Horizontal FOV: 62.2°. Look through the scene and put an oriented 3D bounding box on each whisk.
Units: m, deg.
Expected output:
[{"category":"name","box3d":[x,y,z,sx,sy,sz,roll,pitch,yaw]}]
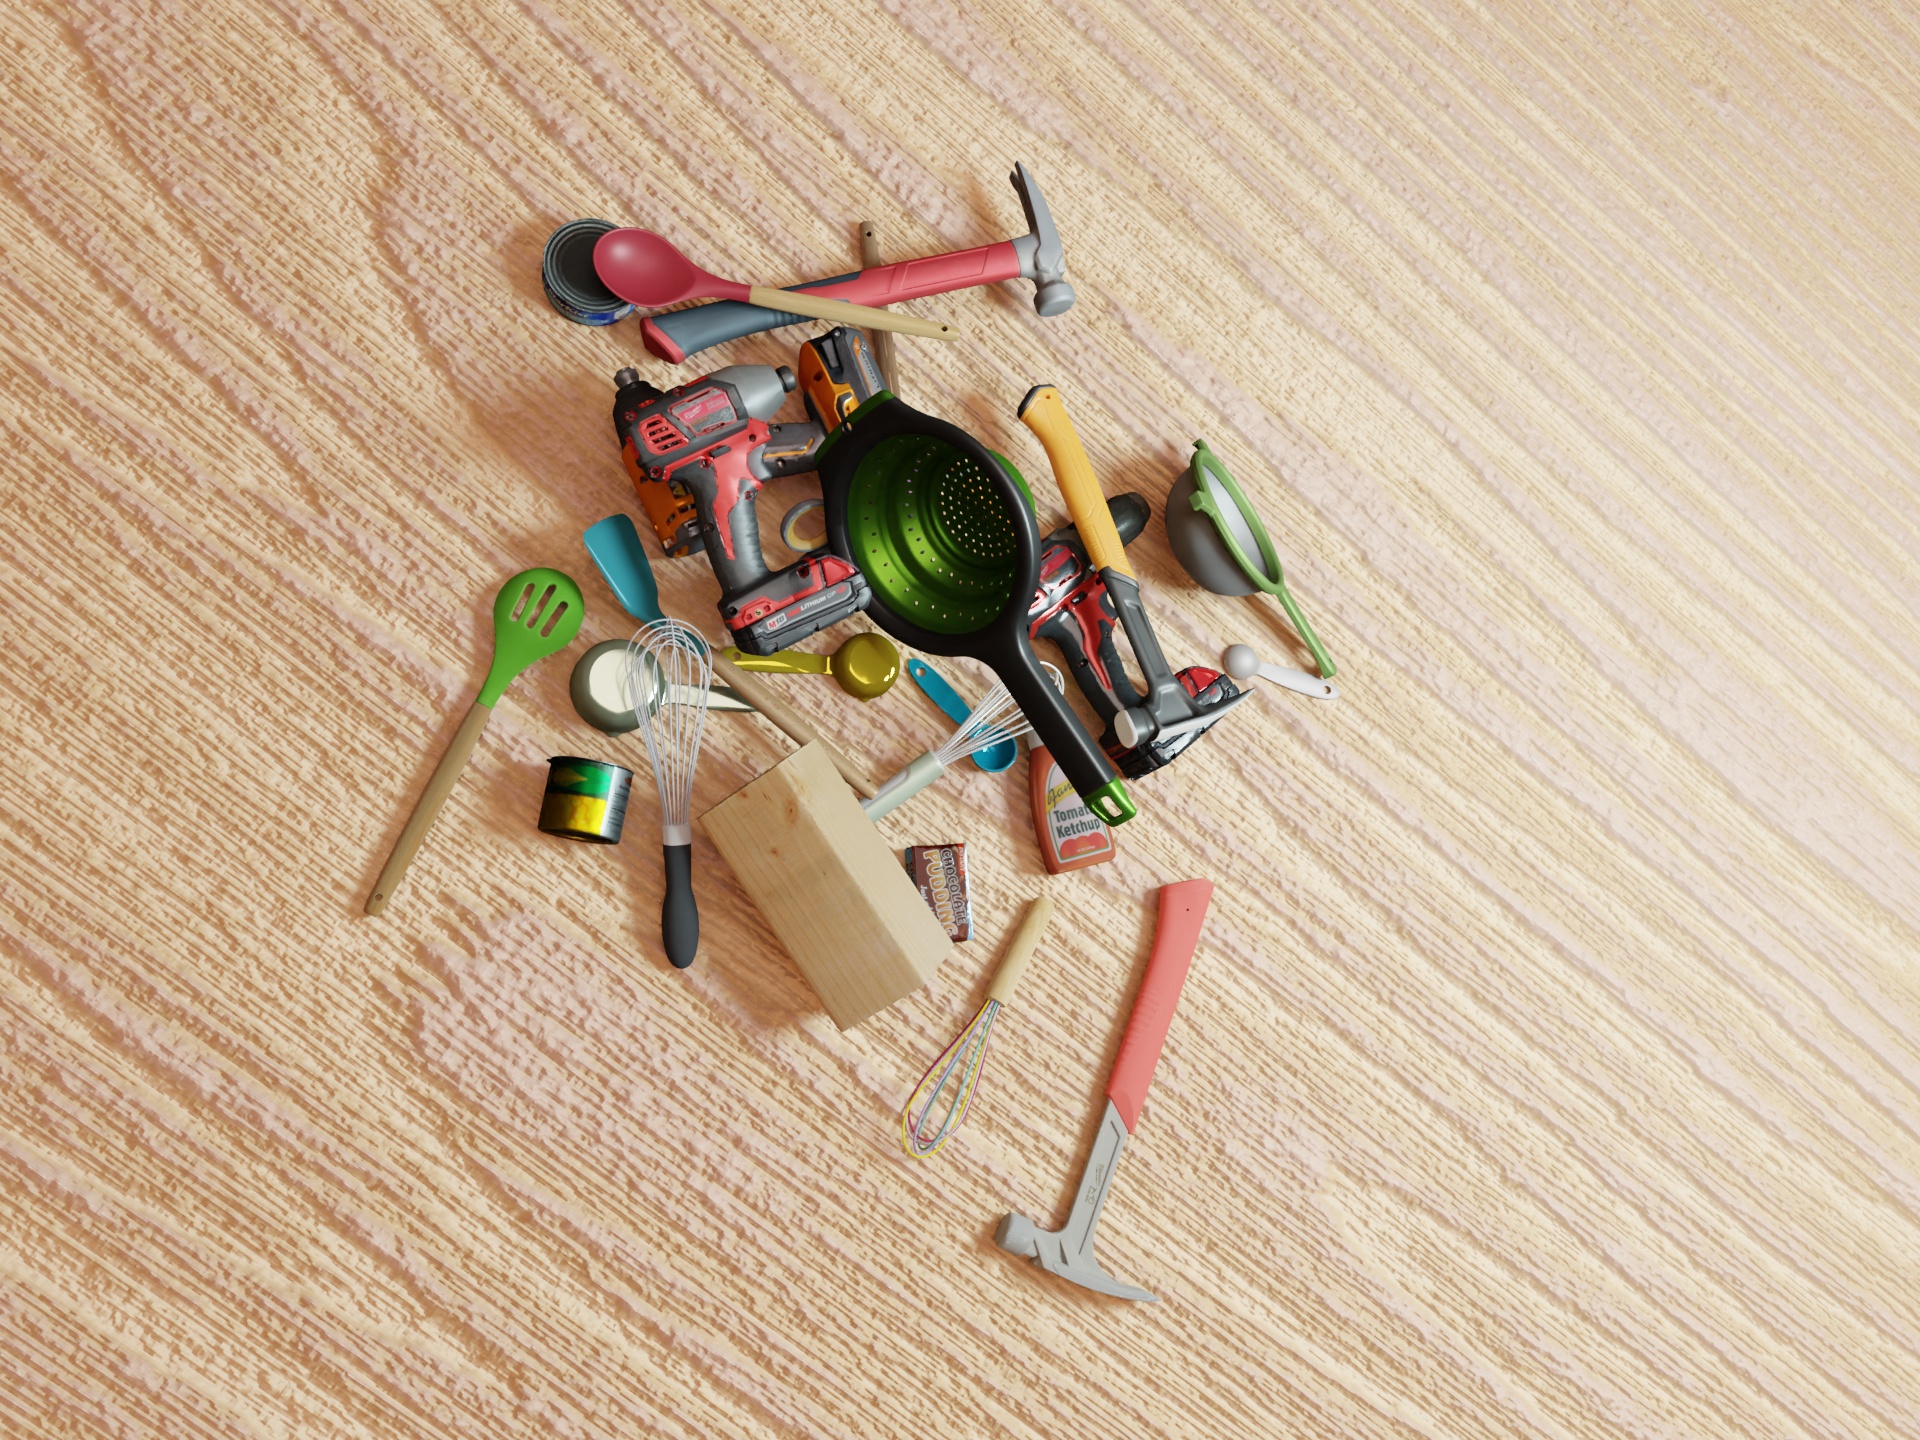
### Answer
[{"category":"whisk","box3d":[0.017,0.254,1.337,0.047,0.051,0.245,31,69,-4]},{"category":"whisk","box3d":[-0.014,0.030,1.350,0.246,0.058,0.059,-35,121,-7]},{"category":"whisk","box3d":[-0.228,0.058,1.271,0.070,0.070,0.284,-3,96,-18]}]

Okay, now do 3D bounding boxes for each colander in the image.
[{"category":"colander","box3d":[0.041,-0.095,1.311,0.397,0.204,0.094,56,42,-1]}]

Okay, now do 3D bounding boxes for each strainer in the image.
[{"category":"strainer","box3d":[0.261,-0.129,1.476,0.256,0.069,0.152,53,24,-20]}]

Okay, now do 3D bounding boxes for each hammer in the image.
[{"category":"hammer","box3d":[-0.096,-0.394,1.409,0.386,0.038,0.143,-16,82,-14]},{"category":"hammer","box3d":[0.136,-0.145,1.385,0.127,0.034,0.337,-16,76,-23]},{"category":"hammer","box3d":[0.157,0.307,1.373,0.149,0.036,0.359,25,74,-12]}]

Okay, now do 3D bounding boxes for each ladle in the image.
[{"category":"ladle","box3d":[-0.154,-0.360,1.356,0.315,0.031,0.069,9,78,-11]}]

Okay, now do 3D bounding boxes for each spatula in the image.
[{"category":"spatula","box3d":[-0.065,-0.298,1.428,0.059,0.018,0.316,-6,82,-10]},{"category":"spatula","box3d":[-0.185,-0.046,1.312,0.317,0.082,0.044,40,114,-2]}]

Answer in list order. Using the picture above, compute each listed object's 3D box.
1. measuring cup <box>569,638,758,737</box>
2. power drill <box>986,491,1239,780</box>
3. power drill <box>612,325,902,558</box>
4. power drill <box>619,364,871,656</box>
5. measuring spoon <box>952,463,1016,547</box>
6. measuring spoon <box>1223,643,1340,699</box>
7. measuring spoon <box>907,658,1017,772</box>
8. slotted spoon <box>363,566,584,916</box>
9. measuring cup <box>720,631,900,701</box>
[{"category":"measuring cup","box3d":[-0.236,-0.025,1.311,0.167,0.038,0.083,5,78,-15]},{"category":"power drill","box3d":[0.148,-0.082,1.426,0.188,0.080,0.226,-39,90,-20]},{"category":"power drill","box3d":[-0.177,-0.252,1.351,0.226,0.084,0.164,-25,88,-15]},{"category":"power drill","box3d":[-0.163,-0.173,1.273,0.143,0.078,0.219,-28,102,-12]},{"category":"measuring spoon","box3d":[0.014,-0.202,1.441,0.021,0.011,0.117,-43,98,-21]},{"category":"measuring spoon","box3d":[0.306,-0.044,1.496,0.124,0.018,0.034,17,75,-15]},{"category":"measuring spoon","box3d":[-0.002,-0.004,1.397,0.042,0.021,0.128,-41,84,-19]},{"category":"slotted spoon","box3d":[-0.390,0.012,1.263,0.070,0.031,0.314,28,74,-11]},{"category":"measuring cup","box3d":[-0.126,-0.051,1.355,0.156,0.029,0.062,4,79,-18]}]
